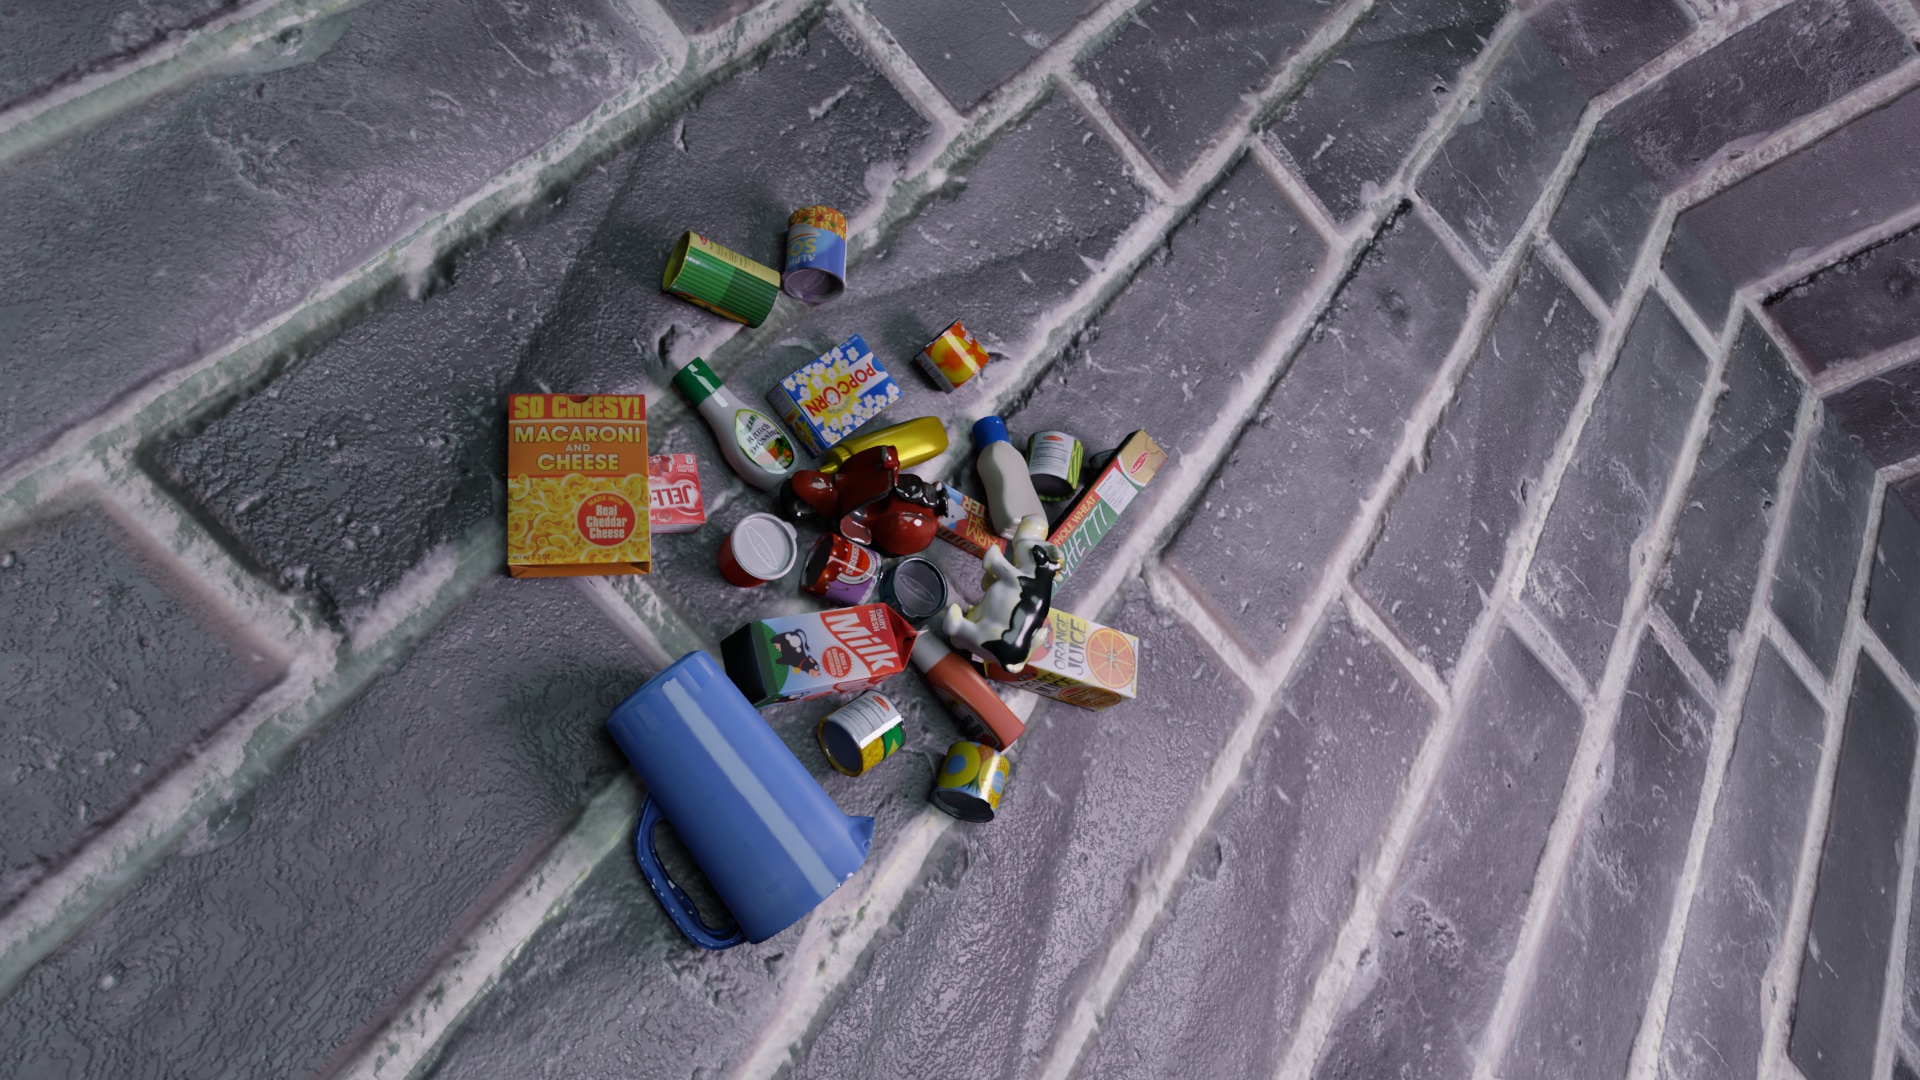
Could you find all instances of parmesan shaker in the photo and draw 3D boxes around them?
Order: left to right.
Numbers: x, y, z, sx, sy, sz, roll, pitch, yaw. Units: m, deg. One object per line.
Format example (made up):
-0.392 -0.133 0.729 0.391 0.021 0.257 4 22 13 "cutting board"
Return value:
-0.245 -0.265 1.426 0.103 0.071 0.071 22 60 -27 "parmesan shaker"

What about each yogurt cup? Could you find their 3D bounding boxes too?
-0.201 0.013 1.348 0.072 0.053 0.072 14 63 -30 "yogurt cup"

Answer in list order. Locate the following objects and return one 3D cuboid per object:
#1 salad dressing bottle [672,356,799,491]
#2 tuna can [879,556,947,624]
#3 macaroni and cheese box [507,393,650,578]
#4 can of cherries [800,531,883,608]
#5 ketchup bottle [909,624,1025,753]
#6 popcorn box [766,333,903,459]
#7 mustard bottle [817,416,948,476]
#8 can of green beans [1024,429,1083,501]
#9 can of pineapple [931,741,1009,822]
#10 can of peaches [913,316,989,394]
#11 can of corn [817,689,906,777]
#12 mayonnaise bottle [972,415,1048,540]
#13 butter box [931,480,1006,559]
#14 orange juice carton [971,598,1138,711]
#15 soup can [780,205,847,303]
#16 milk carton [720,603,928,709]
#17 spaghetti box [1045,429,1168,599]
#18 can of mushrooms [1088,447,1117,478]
-0.226 -0.117 1.392 0.147 0.044 0.064 48 52 -8 "salad dressing bottle"
-0.050 0.054 1.448 0.071 0.032 0.071 14 63 -30 "tuna can"
-0.346 -0.052 1.261 0.124 0.040 0.167 -1 70 -14 "macaroni and cheese box"
-0.118 0.030 1.387 0.058 0.071 0.072 27 58 -23 "can of cherries"
0.002 0.152 1.427 0.044 0.064 0.149 -40 87 -23 "ketchup bottle"
-0.133 -0.154 1.477 0.085 0.038 0.127 52 51 -3 "popcorn box"
-0.090 -0.090 1.465 0.161 0.065 0.049 -21 89 -33 "mustard bottle"
0.105 -0.085 1.594 0.071 0.071 0.058 26 59 -24 "can of green beans"
0.012 0.241 1.389 0.071 0.070 0.058 34 55 -19 "can of pineapple"
-0.007 -0.208 1.566 0.058 0.071 0.071 49 52 -9 "can of peaches"
-0.096 0.188 1.341 0.058 0.071 0.071 -30 89 -38 "can of corn"
0.050 -0.070 1.547 0.065 0.041 0.148 11 50 -40 "mayonnaise bottle"
0.005 -0.019 1.524 0.103 0.024 0.053 28 56 -23 "butter box"
0.095 0.121 1.495 0.193 0.072 0.072 20 61 -26 "orange juice carton"
-0.159 -0.312 1.507 0.071 0.071 0.084 15 63 -29 "soup can"
-0.126 0.110 1.347 0.191 0.072 0.073 -6 74 -37 "milk carton"
0.142 -0.023 1.570 0.050 0.028 0.251 45 70 -11 "spaghetti box"
0.187 -0.083 1.652 0.071 0.070 0.033 5 68 -33 "can of mushrooms"
